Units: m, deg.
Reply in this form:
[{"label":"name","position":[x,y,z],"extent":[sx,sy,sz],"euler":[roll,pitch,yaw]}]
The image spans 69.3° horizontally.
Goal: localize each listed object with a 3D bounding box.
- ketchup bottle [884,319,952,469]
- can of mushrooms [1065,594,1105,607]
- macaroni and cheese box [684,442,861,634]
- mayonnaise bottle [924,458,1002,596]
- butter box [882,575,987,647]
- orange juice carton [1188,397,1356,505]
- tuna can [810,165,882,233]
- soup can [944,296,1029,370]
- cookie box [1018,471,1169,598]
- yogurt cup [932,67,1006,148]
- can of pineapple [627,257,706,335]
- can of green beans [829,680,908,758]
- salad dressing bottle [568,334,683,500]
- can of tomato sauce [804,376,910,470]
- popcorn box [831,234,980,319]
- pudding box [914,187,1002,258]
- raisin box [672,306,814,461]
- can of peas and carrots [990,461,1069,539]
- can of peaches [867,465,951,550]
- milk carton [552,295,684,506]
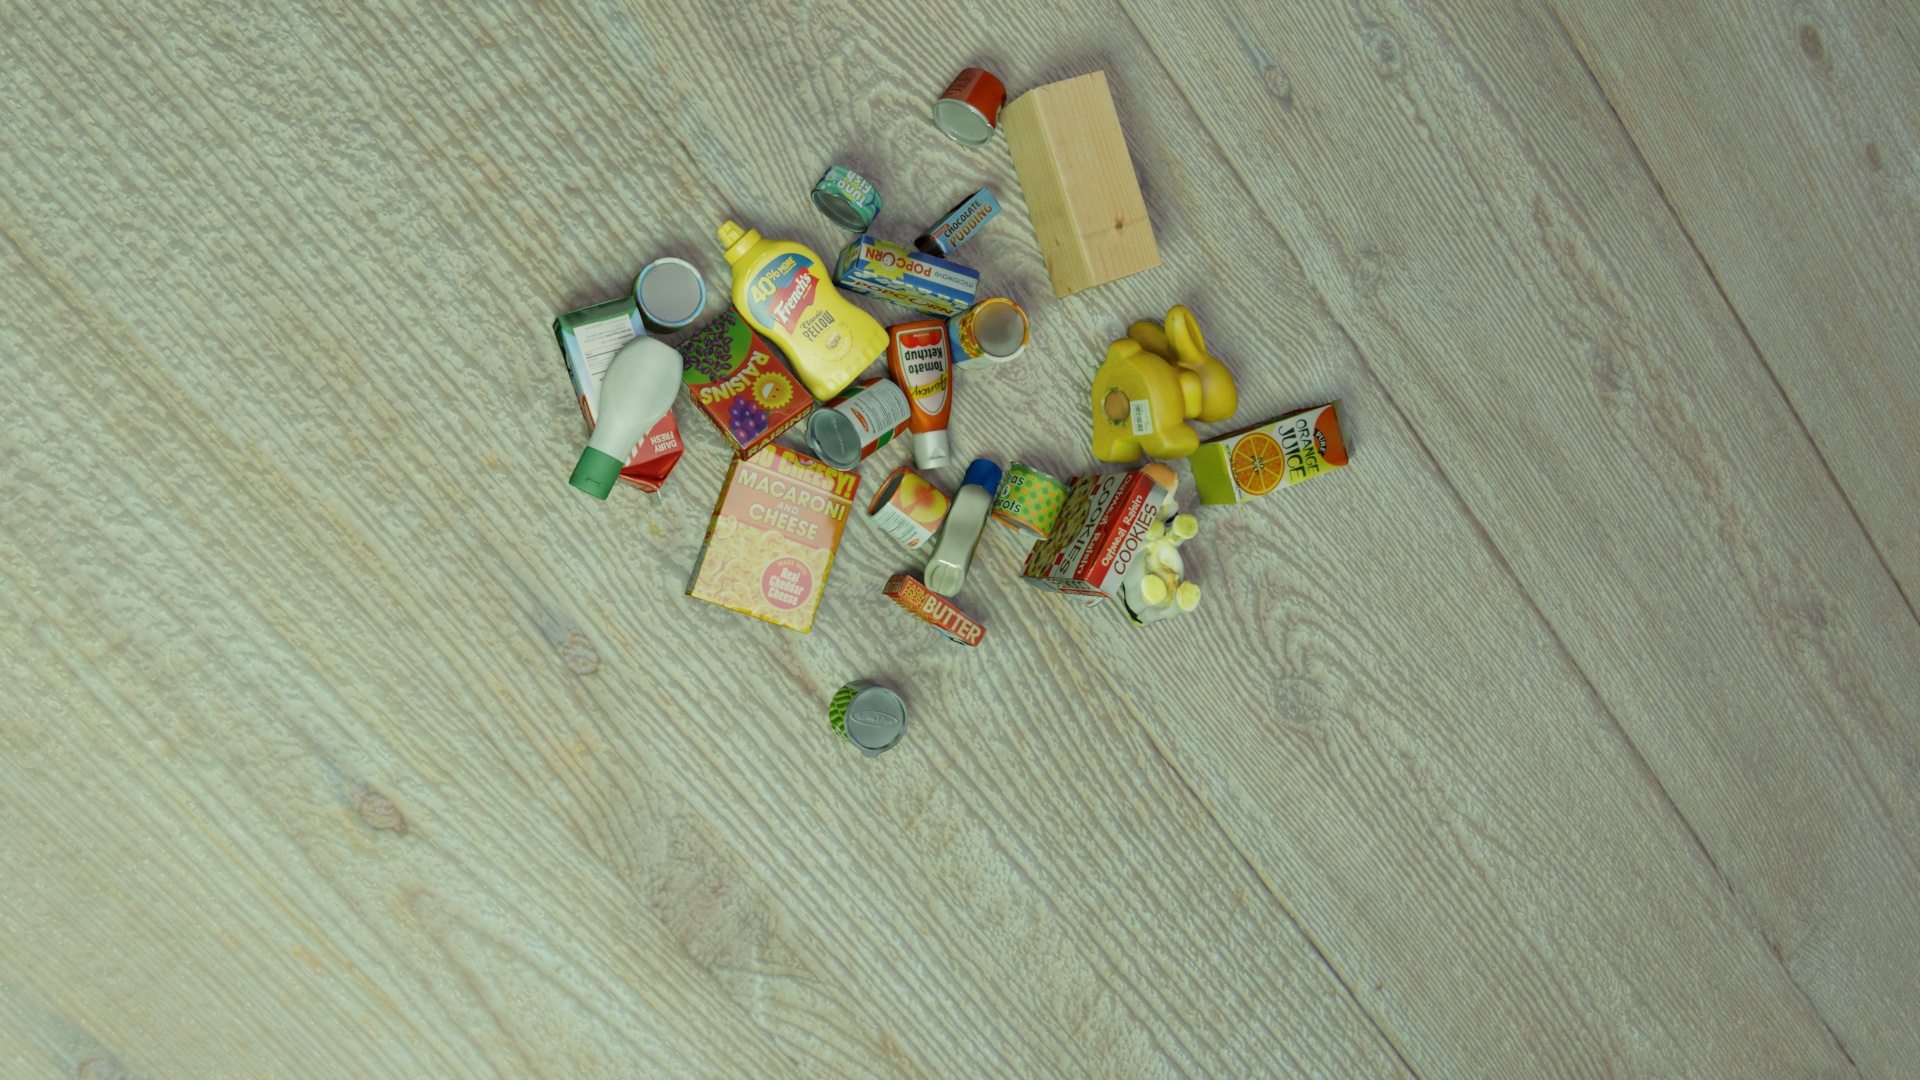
[{"label":"ketchup bottle","position":[-0.037,-0.147,1.410],"extent":[0.065,0.043,0.148],"euler":[-9,94,-19]},{"label":"can of mushrooms","position":[0.137,0.033,1.466],"extent":[0.033,0.071,0.071],"euler":[28,81,-18]},{"label":"macaroni and cheese box","position":[-0.181,-0.006,1.356],"extent":[0.124,0.040,0.166],"euler":[20,83,-20]},{"label":"mayonnaise bottle","position":[0.005,-0.018,1.397],"extent":[0.041,0.064,0.149],"euler":[21,54,2]},{"label":"butter box","position":[-0.027,0.072,1.409],"extent":[0.103,0.053,0.024],"euler":[35,77,-18]},{"label":"orange juice carton","position":[0.357,-0.100,1.544],"extent":[0.193,0.073,0.071],"euler":[-19,97,-20]},{"label":"tuna can","position":[-0.111,-0.336,1.365],"extent":[0.071,0.071,0.033],"euler":[35,78,-18]},{"label":"soup can","position":[0.024,-0.212,1.411],"extent":[0.071,0.083,0.071],"euler":[0,90,-21]},{"label":"cookie box","position":[0.131,-0.007,1.408],"extent":[0.040,0.167,0.123],"euler":[31,80,-18]},{"label":"yogurt cup","position":[0.012,-0.443,1.417],"extent":[0.072,0.072,0.054],"euler":[33,71,-18]},{"label":"can of pineapple","position":[-0.277,-0.228,1.309],"extent":[0.071,0.058,0.071],"euler":[0,91,-21]},{"label":"can of green beans","position":[-0.092,0.175,1.382],"extent":[0.071,0.058,0.071],"euler":[0,91,-21]},{"label":"salad dressing bottle","position":[-0.299,-0.108,1.232],"extent":[0.064,0.044,0.148],"euler":[28,82,-18]},{"label":"can of tomato sauce","position":[-0.100,-0.115,1.360],"extent":[0.083,0.071,0.071],"euler":[-39,105,-45]},{"label":"popcorn box","position":[-0.054,-0.260,1.380],"extent":[0.127,0.085,0.038],"euler":[14,85,-20]},{"label":"pudding box","position":[-0.002,-0.322,1.418],"extent":[0.084,0.049,0.030],"euler":[-43,106,-15]},{"label":"raisin box","position":[-0.211,-0.149,1.322],"extent":[0.086,0.040,0.123],"euler":[-39,82,-18]},{"label":"can of peas and carrots","position":[0.070,-0.041,1.438],"extent":[0.071,0.071,0.059],"euler":[27,82,-19]},{"label":"can of peaches","position":[-0.051,-0.035,1.394],"extent":[0.058,0.071,0.071],"euler":[35,79,-17]},{"label":"milk carton","position":[-0.312,-0.123,1.290],"extent":[0.073,0.072,0.190],"euler":[-20,96,-19]}]
